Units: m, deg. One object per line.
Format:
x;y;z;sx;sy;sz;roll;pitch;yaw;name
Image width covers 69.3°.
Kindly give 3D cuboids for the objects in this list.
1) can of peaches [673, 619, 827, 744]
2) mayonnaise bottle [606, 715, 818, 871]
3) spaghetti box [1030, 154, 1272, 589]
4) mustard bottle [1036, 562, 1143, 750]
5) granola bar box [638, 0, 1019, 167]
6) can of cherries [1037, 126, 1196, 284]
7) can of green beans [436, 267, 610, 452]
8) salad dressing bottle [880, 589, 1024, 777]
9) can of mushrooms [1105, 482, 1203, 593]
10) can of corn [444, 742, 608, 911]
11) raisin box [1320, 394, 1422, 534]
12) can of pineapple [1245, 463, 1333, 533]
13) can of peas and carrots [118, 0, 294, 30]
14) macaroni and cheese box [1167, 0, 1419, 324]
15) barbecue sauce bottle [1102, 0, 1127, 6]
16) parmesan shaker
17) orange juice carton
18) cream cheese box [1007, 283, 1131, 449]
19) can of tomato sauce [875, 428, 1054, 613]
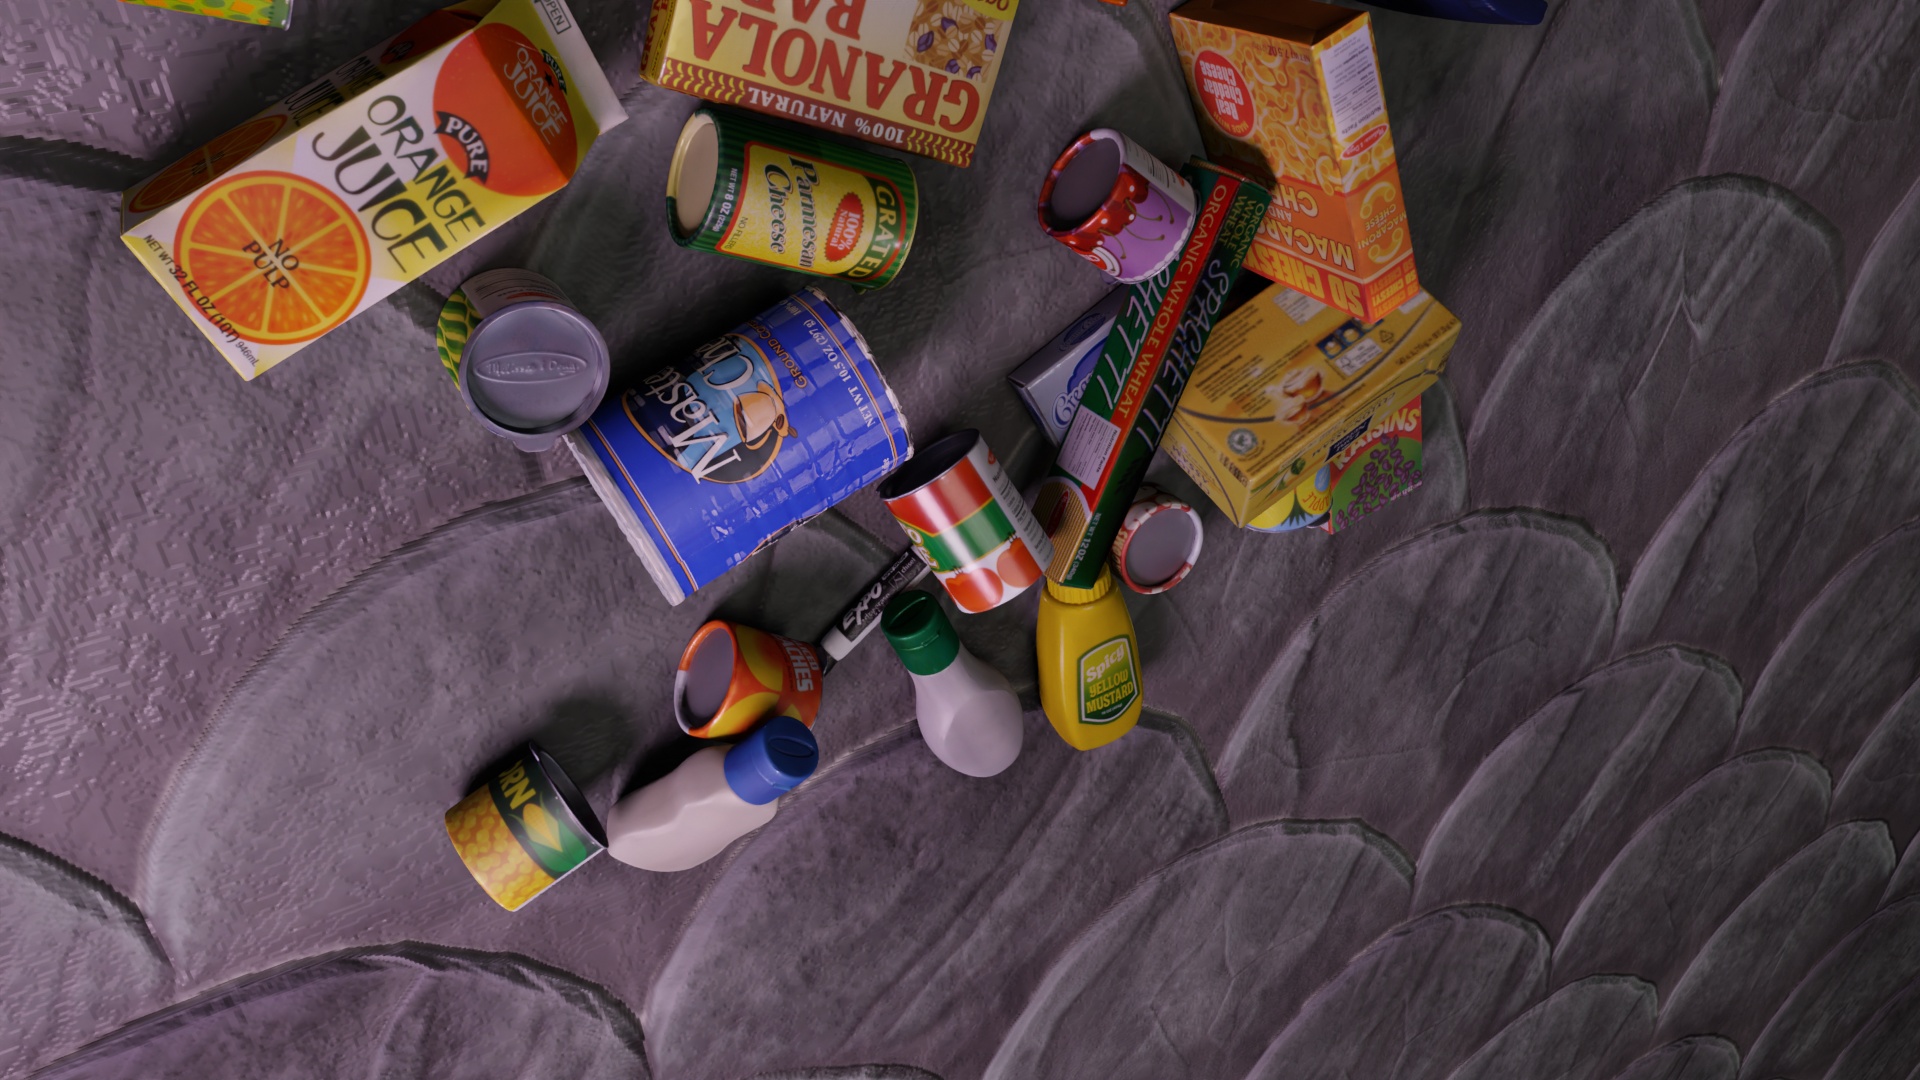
-0.117;0.080;0.770;0.058;0.071;0.071;20;103;-36;can of peaches
-0.133;0.140;0.760;0.065;0.041;0.147;20;139;-36;mayonnaise bottle
0.101;-0.092;0.791;0.029;0.050;0.249;12;108;-38;spaghetti box
0.079;0.060;0.890;0.065;0.049;0.159;-24;125;-20;mustard bottle
-0.055;-0.255;0.649;0.166;0.039;0.123;6;111;-33;granola bar box
0.083;-0.180;0.756;0.058;0.071;0.071;24;101;-37;can of cherries
-0.201;-0.086;0.637;0.071;0.058;0.071;-14;121;-25;can of green beans
-0.005;0.088;0.846;0.064;0.044;0.147;-38;135;-11;salad dressing bottle
0.119;0.000;0.894;0.071;0.033;0.070;-15;122;-25;can of mushrooms
-0.232;0.152;0.740;0.058;0.071;0.071;-35;128;-10;can of corn
0.268;-0.078;0.939;0.086;0.040;0.122;-26;126;-16;raisin box
0.207;-0.046;0.899;0.071;0.071;0.057;-27;125;-17;can of pineapple
-0.277;-0.226;0.509;0.059;0.071;0.070;0;114;-30;can of peas and carrots
0.185;-0.213;0.763;0.040;0.124;0.165;-34;128;-10;macaroni and cheese box
0.085;-0.344;0.685;0.065;0.044;0.148;1;114;-31;barbecue sauce bottle
-0.082;-0.160;0.667;0.103;0.071;0.071;6;111;-33;parmesan shaker
-0.234;-0.155;0.572;0.193;0.073;0.071;-36;128;-11;orange juice carton
0.082;-0.106;0.821;0.104;0.024;0.053;-39;128;-8;cream cheese box
0.003;-0.010;0.782;0.071;0.071;0.083;-37;108;-9;can of tomato sauce
